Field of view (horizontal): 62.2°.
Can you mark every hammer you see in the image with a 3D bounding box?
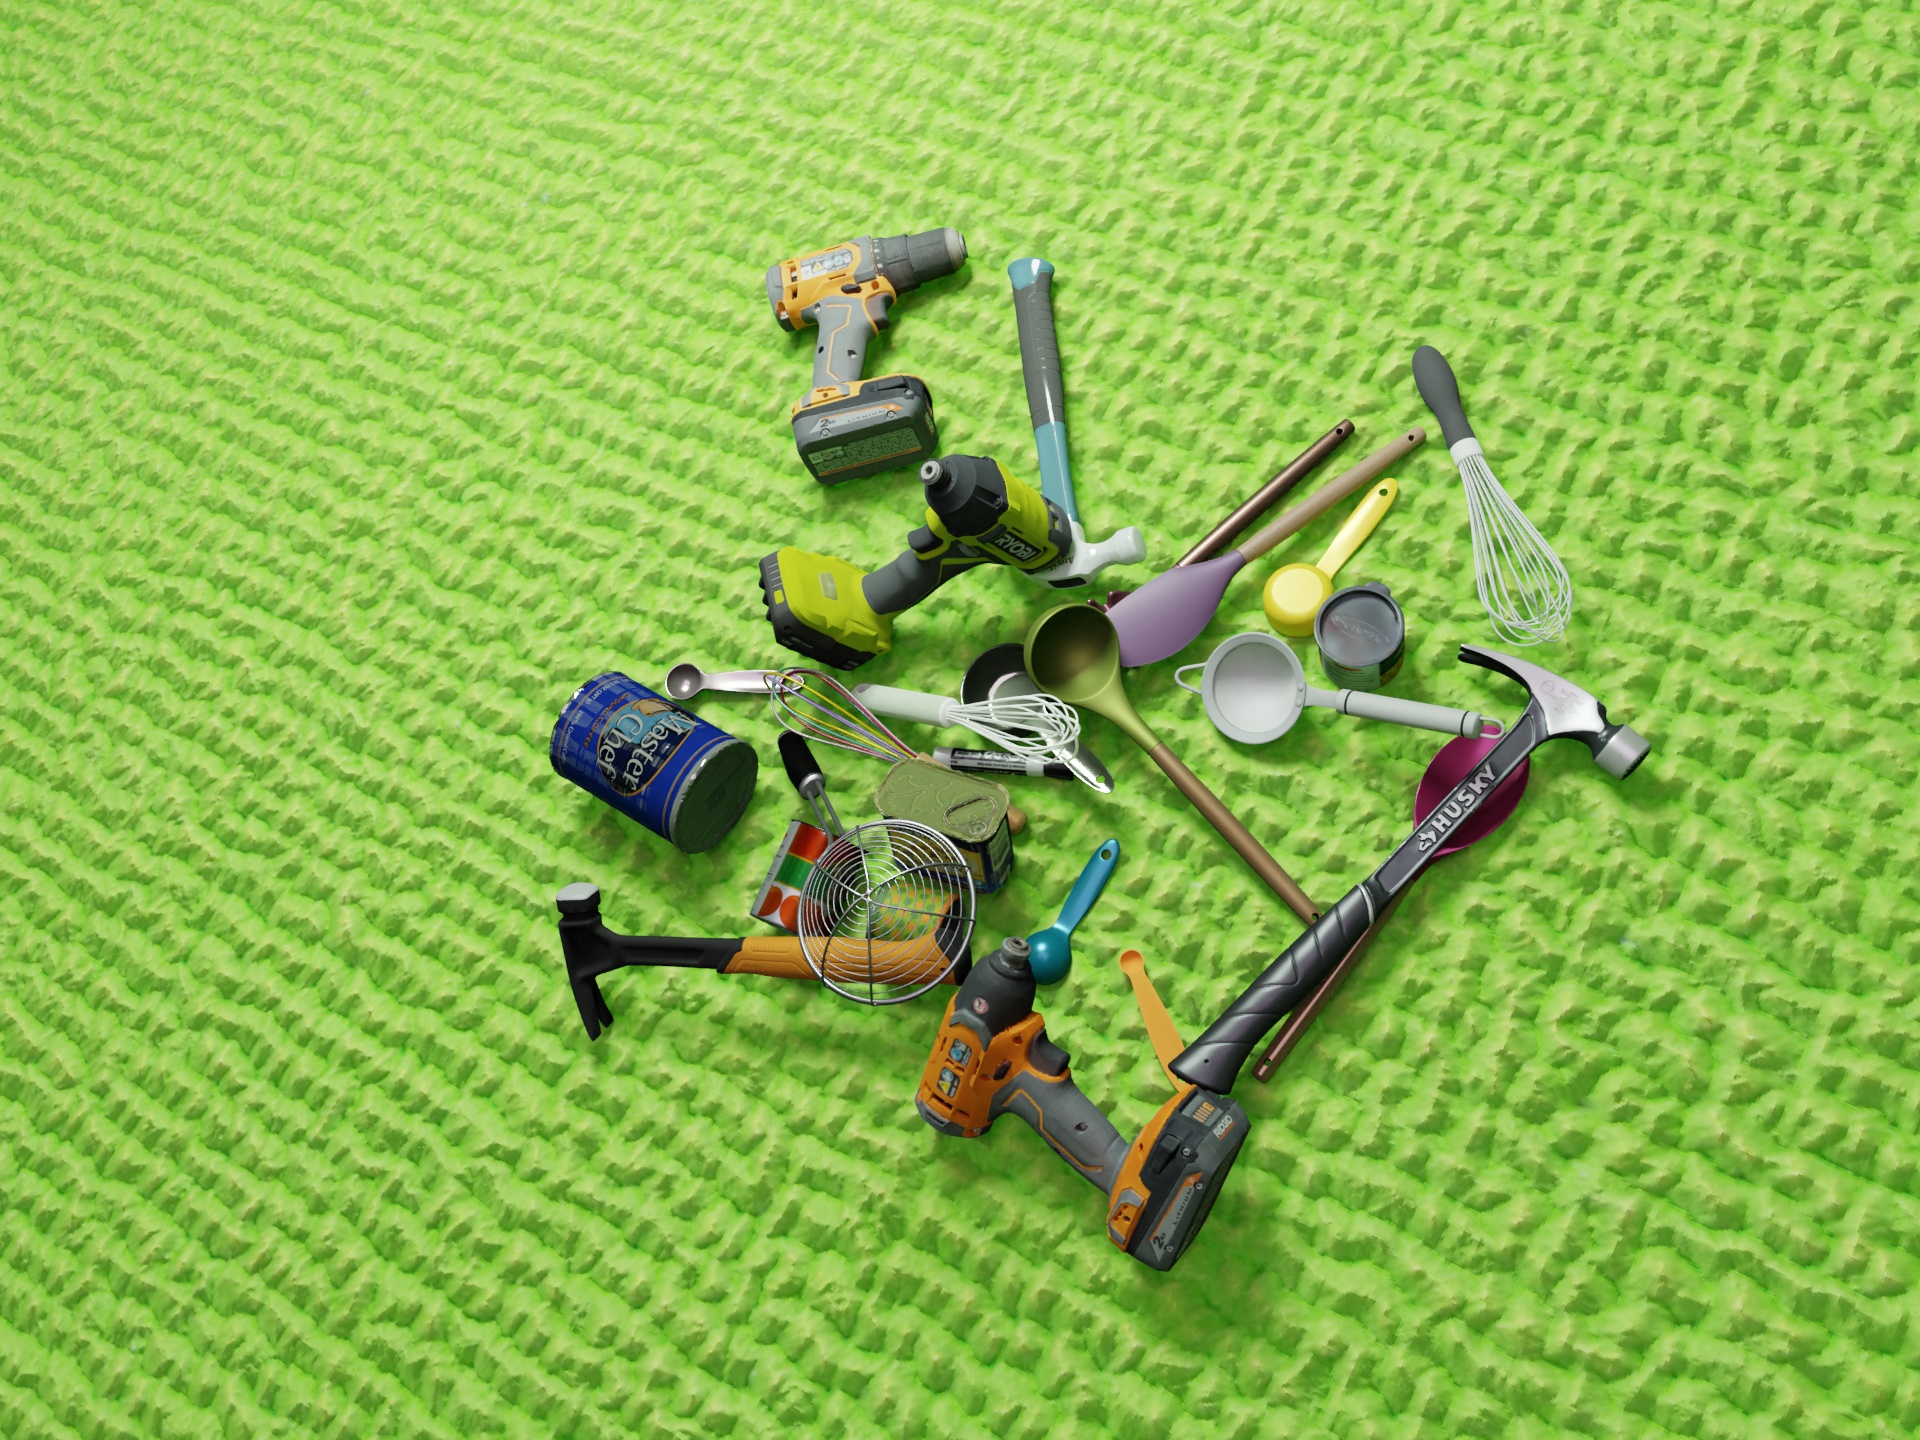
[{"bbox_3d":[0.302,0.115,1.150,0.409,0.036,0.149,-44,68,-5],"label":"hammer"},{"bbox_3d":[0.076,-0.260,1.358,0.128,0.033,0.331,-18,62,26],"label":"hammer"},{"bbox_3d":[-0.152,0.189,1.222,0.337,0.034,0.127,-1,108,19],"label":"hammer"}]

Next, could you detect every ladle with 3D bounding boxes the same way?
[{"bbox_3d":[0.166,0.038,1.201,0.078,0.062,0.320,-40,76,-7],"label":"ladle"}]

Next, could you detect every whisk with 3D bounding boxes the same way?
[{"bbox_3d":[-0.002,-0.004,1.252,0.246,0.059,0.058,11,41,45],"label":"whisk"},{"bbox_3d":[-0.055,0.024,1.281,0.245,0.047,0.051,30,36,8],"label":"whisk"},{"bbox_3d":[0.405,-0.182,1.239,0.070,0.070,0.285,-18,63,9],"label":"whisk"}]

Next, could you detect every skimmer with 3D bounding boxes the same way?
[{"bbox_3d":[-0.083,0.089,1.182,0.127,0.090,0.363,-40,21,0],"label":"skimmer"}]

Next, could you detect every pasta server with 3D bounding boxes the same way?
[{"bbox_3d":[0.200,-0.141,1.289,0.316,0.040,0.060,-41,80,-3],"label":"pasta server"}]

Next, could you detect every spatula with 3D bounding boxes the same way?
[{"bbox_3d":[0.246,-0.143,1.271,0.316,0.018,0.060,-35,84,-6],"label":"spatula"}]

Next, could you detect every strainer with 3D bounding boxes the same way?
[{"bbox_3d":[0.282,-0.014,1.189,0.259,0.050,0.087,13,101,39],"label":"strainer"}]

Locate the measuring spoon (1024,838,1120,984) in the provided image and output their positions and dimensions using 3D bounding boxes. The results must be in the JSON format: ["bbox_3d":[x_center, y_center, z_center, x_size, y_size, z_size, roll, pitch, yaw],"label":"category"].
[{"bbox_3d":[0.086,0.144,1.226,0.042,0.021,0.128,29,82,22],"label":"measuring spoon"}]

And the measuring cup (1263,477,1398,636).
[{"bbox_3d":[0.298,-0.136,1.263,0.062,0.029,0.156,36,85,23],"label":"measuring cup"}]

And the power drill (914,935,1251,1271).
[{"bbox_3d":[0.083,0.262,1.121,0.227,0.084,0.164,29,118,22],"label":"power drill"}]

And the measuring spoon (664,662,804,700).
[{"bbox_3d":[-0.194,-0.031,1.375,0.124,0.018,0.034,1,71,9],"label":"measuring spoon"}]

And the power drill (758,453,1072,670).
[{"bbox_3d":[-0.044,-0.130,1.259,0.223,0.171,0.080,-27,64,25],"label":"power drill"}]

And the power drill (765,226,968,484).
[{"bbox_3d":[-0.073,-0.337,1.415,0.185,0.084,0.226,-14,63,9],"label":"power drill"}]

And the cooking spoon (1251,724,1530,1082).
[{"bbox_3d":[0.312,0.135,1.170,0.069,0.017,0.319,36,83,20],"label":"cooking spoon"}]

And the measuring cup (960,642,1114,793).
[{"bbox_3d":[0.069,0.007,1.265,0.083,0.038,0.168,-45,61,0],"label":"measuring cup"}]

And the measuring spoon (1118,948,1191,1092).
[{"bbox_3d":[0.148,0.226,1.189,0.021,0.011,0.117,-25,70,5],"label":"measuring spoon"}]
